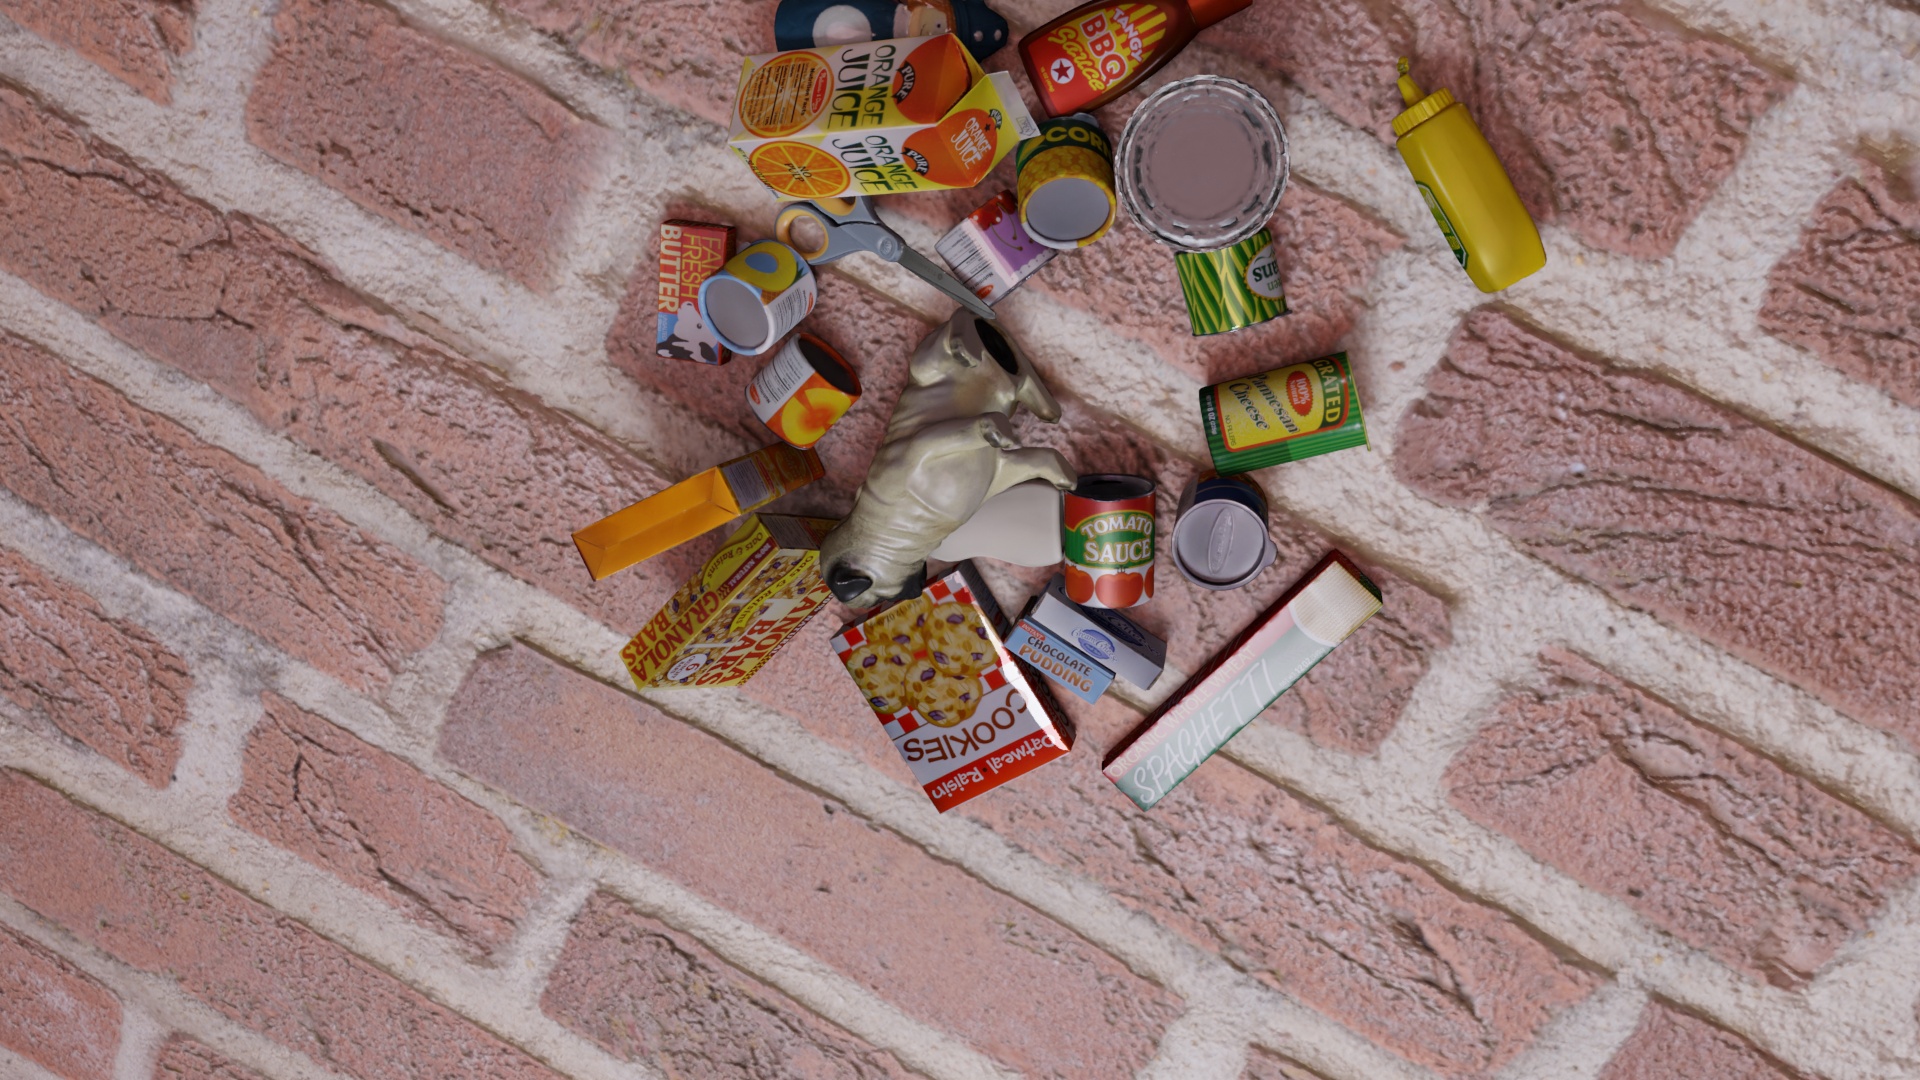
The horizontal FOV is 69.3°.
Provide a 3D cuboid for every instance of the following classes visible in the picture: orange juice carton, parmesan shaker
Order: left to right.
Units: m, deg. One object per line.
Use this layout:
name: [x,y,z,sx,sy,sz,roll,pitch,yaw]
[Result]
orange juice carton: [-0.049,-0.278,0.914,0.192,0.071,0.073,1,71,21]
parmesan shaker: [0.221,-0.083,0.951,0.103,0.071,0.071,-14,104,16]

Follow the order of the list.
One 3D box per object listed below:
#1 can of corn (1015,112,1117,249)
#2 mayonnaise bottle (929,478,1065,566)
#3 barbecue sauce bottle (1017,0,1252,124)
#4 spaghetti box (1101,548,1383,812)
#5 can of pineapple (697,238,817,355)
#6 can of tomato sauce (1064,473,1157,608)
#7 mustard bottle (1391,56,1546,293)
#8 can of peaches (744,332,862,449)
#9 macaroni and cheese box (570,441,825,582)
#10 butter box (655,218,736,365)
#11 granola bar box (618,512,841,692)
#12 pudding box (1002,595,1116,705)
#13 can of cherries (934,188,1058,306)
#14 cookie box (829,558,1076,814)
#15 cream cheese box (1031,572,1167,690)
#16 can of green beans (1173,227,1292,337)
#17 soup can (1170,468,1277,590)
can of corn: [0.071,-0.239,0.925,0.071,0.058,0.070,0,143,0]
mayonnaise bottle: [0.004,-0.013,1.037,0.148,0.041,0.064,0,100,14]
barbecue sauce bottle: [0.116,-0.333,0.910,0.148,0.044,0.064,-23,103,17]
spaghetti box: [0.206,0.109,1.037,0.050,0.029,0.249,43,110,-2]
can of pineapple: [-0.147,-0.175,0.997,0.071,0.058,0.070,18,133,21]
can of tomato sauce: [0.108,0.000,1.002,0.071,0.071,0.082,2,108,12]
mustard bottle: [0.317,-0.236,0.889,0.048,0.065,0.160,-30,93,14]
can of peaches: [-0.113,-0.110,1.020,0.071,0.071,0.058,45,110,-4]
macaroni and cheese box: [-0.184,-0.028,1.004,0.123,0.167,0.040,-23,96,18]
butter box: [-0.197,-0.185,1.034,0.053,0.024,0.103,10,109,10]
granola bar box: [-0.159,0.047,1.045,0.165,0.124,0.039,-43,68,21]
pudding box: [0.078,0.082,1.045,0.084,0.050,0.030,33,113,0]
can of cherries: [0.026,-0.202,0.961,0.071,0.072,0.058,-36,96,20]
cookie box: [-0.004,0.114,1.079,0.122,0.040,0.167,-29,98,19]
cream cheese box: [0.104,0.067,1.033,0.104,0.053,0.024,33,109,1]
can of green beans: [0.182,-0.174,0.934,0.071,0.071,0.057,-12,104,16]
soup can: [0.186,-0.009,0.975,0.071,0.084,0.071,4,108,11]
